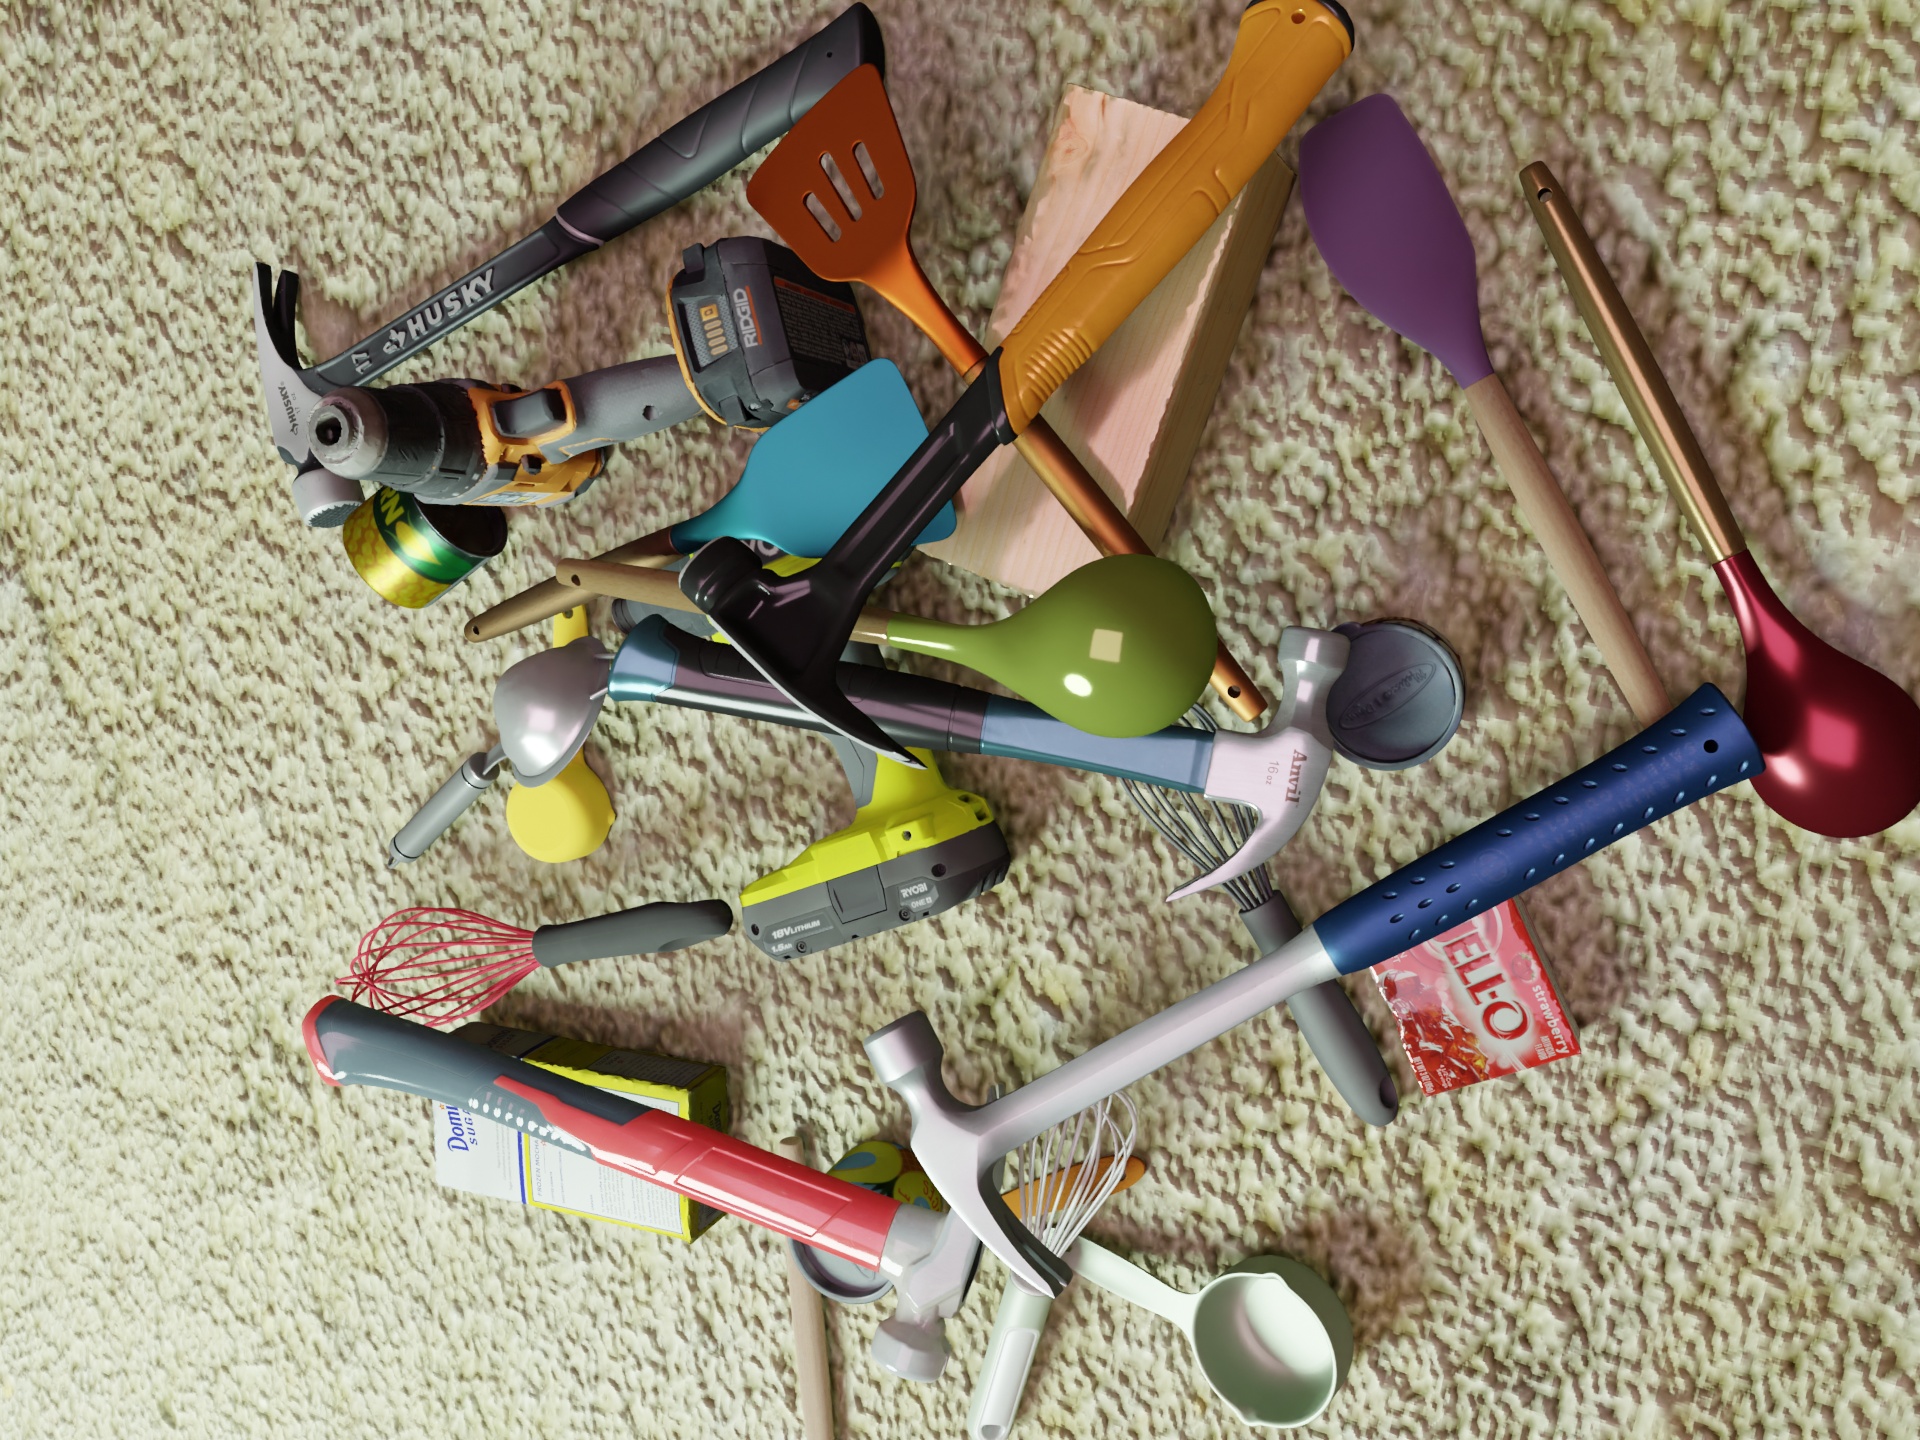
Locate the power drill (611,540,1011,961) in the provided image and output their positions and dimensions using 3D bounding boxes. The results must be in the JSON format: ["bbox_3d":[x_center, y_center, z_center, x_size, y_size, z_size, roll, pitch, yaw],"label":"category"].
[{"bbox_3d":[-0.077,-0.002,0.801,0.171,0.080,0.223,-20,88,23],"label":"power drill"}]

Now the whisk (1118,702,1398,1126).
[{"bbox_3d":[0.140,0.088,0.747,0.055,0.055,0.239,-30,91,23],"label":"whisk"}]

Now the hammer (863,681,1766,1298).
[{"bbox_3d":[0.155,0.111,0.699,0.405,0.035,0.144,-32,80,14],"label":"hammer"}]

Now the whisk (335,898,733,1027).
[{"bbox_3d":[-0.237,0.125,0.867,0.296,0.073,0.073,-14,94,32],"label":"whisk"}]

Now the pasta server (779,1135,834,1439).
[{"bbox_3d":[-0.084,0.388,0.888,0.060,0.040,0.316,0,98,32],"label":"pasta server"}]

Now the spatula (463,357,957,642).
[{"bbox_3d":[-0.142,-0.082,0.769,0.317,0.044,0.082,-15,101,40],"label":"spatula"}]

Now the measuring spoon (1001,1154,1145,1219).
[{"bbox_3d":[0.044,0.249,0.828,0.117,0.011,0.021,-25,90,23],"label":"measuring spoon"}]

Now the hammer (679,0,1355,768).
[{"bbox_3d":[0.038,-0.140,0.616,0.127,0.034,0.337,42,93,22],"label":"hammer"}]

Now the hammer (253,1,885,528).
[{"bbox_3d":[-0.214,-0.251,0.827,0.409,0.036,0.149,-24,83,21],"label":"hammer"}]

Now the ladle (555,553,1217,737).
[{"bbox_3d":[-0.044,-0.049,0.690,0.320,0.062,0.078,11,125,28],"label":"ladle"}]

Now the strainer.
[{"bbox_3d":[-0.260,0.024,0.869,0.258,0.050,0.087,-37,43,38],"label":"strainer"}]

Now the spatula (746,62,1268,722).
[{"bbox_3d":[0.025,-0.130,0.668,0.081,0.041,0.322,-39,89,22],"label":"spatula"}]

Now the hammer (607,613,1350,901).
[{"bbox_3d":[-0.001,-0.002,0.720,0.331,0.033,0.128,10,91,11],"label":"hammer"}]

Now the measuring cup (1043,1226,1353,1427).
[{"bbox_3d":[0.119,0.288,0.800,0.168,0.038,0.083,17,106,35],"label":"measuring cup"}]

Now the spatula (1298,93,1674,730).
[{"bbox_3d":[0.234,-0.123,0.687,0.060,0.018,0.316,-28,88,8],"label":"spatula"}]

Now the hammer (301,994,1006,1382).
[{"bbox_3d":[-0.167,0.199,0.821,0.386,0.038,0.143,16,84,16],"label":"hammer"}]

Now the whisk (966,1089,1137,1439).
[{"bbox_3d":[0.039,0.278,0.810,0.057,0.059,0.246,10,113,-8],"label":"whisk"}]

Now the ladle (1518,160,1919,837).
[{"bbox_3d":[0.309,-0.092,0.662,0.069,0.031,0.315,-28,87,25],"label":"ladle"}]

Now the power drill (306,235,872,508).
[{"bbox_3d":[-0.174,-0.155,0.753,0.226,0.185,0.084,-14,91,20],"label":"power drill"}]

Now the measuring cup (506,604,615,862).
[{"bbox_3d":[-0.223,0.004,0.879,0.062,0.029,0.156,8,103,20],"label":"measuring cup"}]
